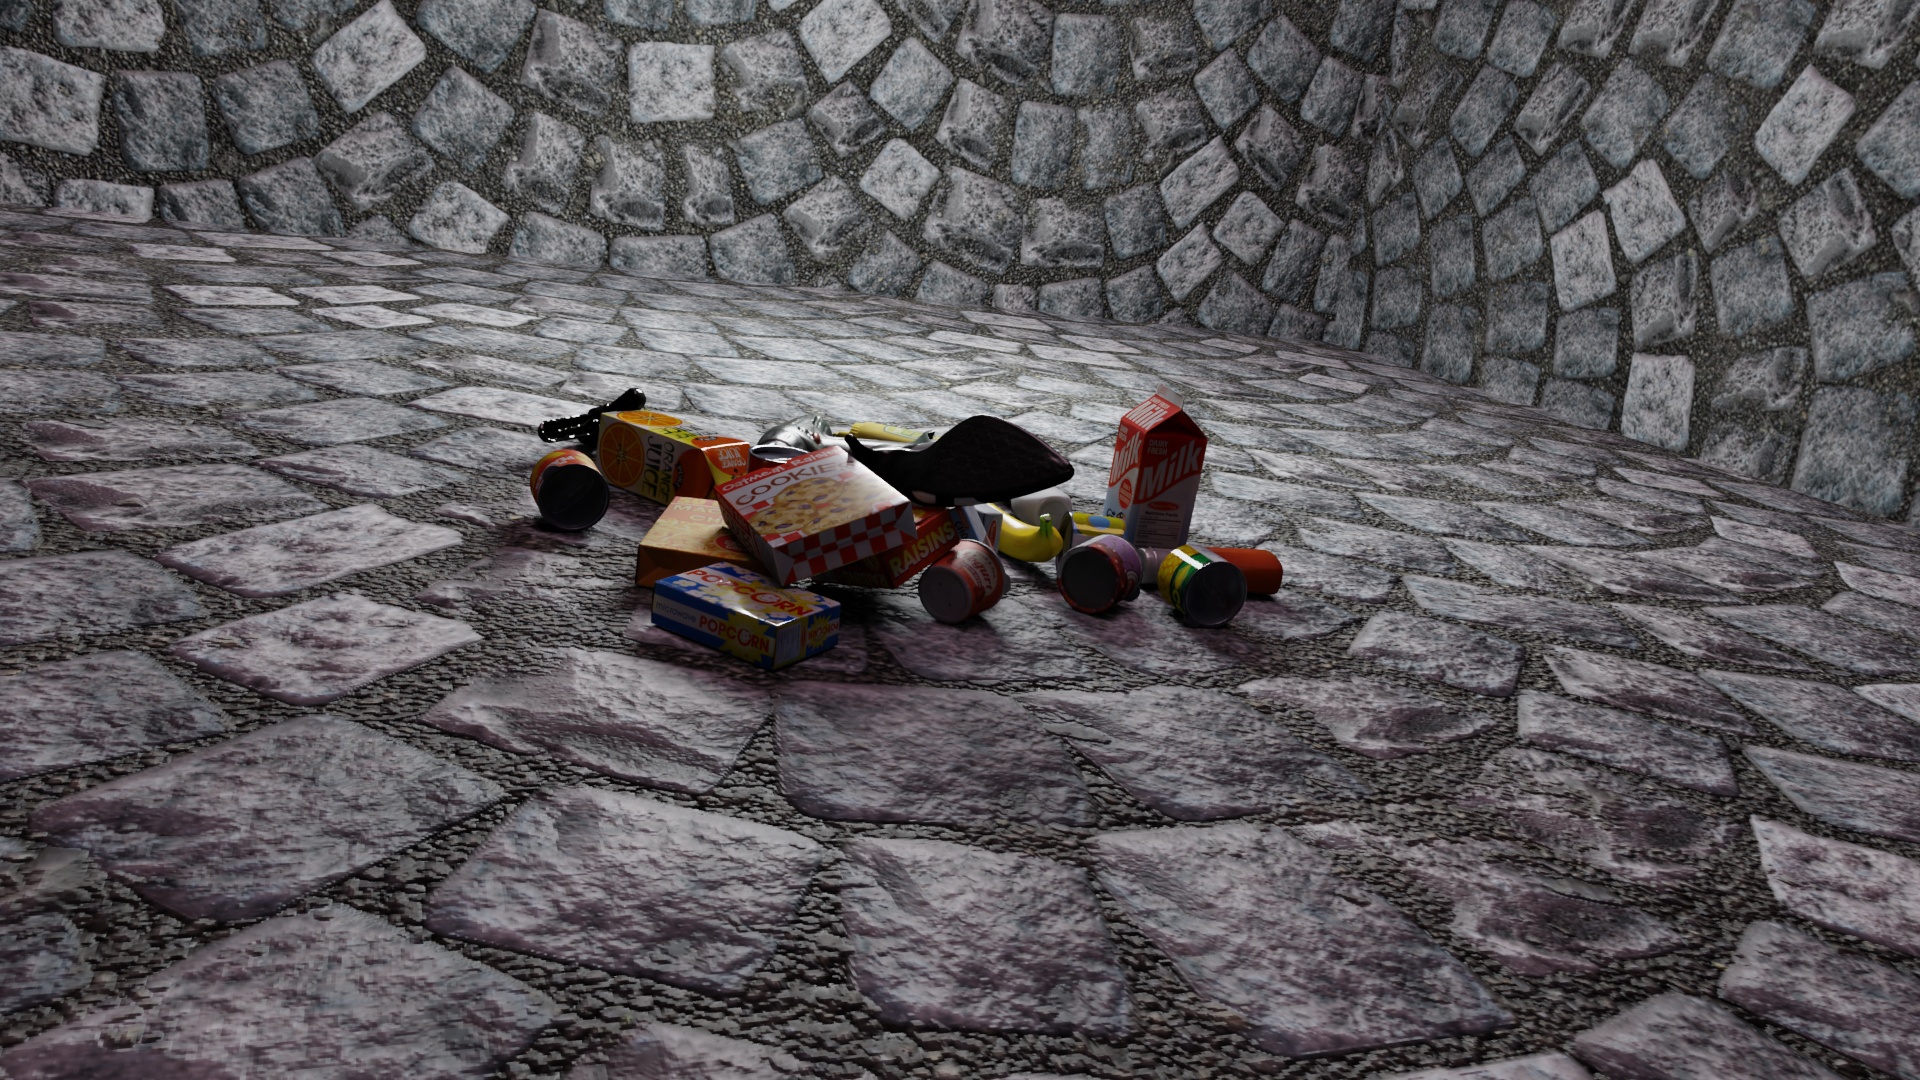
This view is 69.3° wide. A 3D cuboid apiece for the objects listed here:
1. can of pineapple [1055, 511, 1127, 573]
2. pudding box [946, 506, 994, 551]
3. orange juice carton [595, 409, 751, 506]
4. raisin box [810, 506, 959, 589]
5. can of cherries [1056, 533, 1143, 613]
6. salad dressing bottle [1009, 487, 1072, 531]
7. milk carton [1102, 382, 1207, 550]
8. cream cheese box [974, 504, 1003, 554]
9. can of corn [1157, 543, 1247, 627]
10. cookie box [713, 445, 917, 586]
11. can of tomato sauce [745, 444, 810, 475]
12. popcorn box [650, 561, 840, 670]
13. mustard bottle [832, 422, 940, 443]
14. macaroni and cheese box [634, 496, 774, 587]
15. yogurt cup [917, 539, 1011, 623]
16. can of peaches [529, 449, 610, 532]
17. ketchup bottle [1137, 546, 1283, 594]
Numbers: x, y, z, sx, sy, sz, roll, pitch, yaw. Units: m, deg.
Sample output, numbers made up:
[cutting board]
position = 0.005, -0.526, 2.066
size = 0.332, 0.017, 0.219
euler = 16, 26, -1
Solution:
[can of pineapple]
position = 0.130, 0.006, 1.392
size = 0.058, 0.070, 0.071
euler = 7, 16, -9
[pudding box]
position = 0.008, 0.003, 1.308
size = 0.030, 0.083, 0.050
euler = -22, 12, 12
[orange juice carton]
position = -0.287, -0.078, 1.444
size = 0.193, 0.072, 0.072
euler = 19, 18, 31
[raisin box]
position = -0.073, 0.004, 1.233
size = 0.086, 0.040, 0.123
euler = -34, 24, -35
[can of cherries]
position = 0.133, 0.033, 1.306
size = 0.071, 0.071, 0.058
euler = 16, 17, 25
[salad dressing bottle]
position = 0.081, -0.049, 1.596
size = 0.064, 0.044, 0.148
euler = -1, 17, -17
[milk carton]
position = 0.202, -0.065, 1.452
size = 0.073, 0.190, 0.072
euler = 4, 16, -17
[cream cheese box]
position = 0.005, -0.018, 1.430
size = 0.024, 0.053, 0.104
euler = 0, 18, -31
[can of corn]
position = 0.227, 0.044, 1.322
size = 0.071, 0.071, 0.058
euler = 3, 16, -20
[cookie box]
position = -0.128, -0.026, 1.196
size = 0.123, 0.040, 0.168
euler = -20, 27, -19
[can of tomato sauce]
position = -0.179, -0.046, 1.372
size = 0.071, 0.082, 0.071
euler = 8, 16, -2
[popcorn box]
position = -0.171, 0.058, 1.104
size = 0.127, 0.038, 0.085
euler = 18, 18, 27
[mustard bottle]
position = -0.089, -0.118, 1.727
size = 0.160, 0.048, 0.065
euler = 14, 15, 17
[macaroni and cheese box]
position = -0.214, 0.006, 1.255
size = 0.124, 0.040, 0.167
euler = 9, 16, -3
[yogurt cup]
position = -0.001, 0.039, 1.219
size = 0.072, 0.072, 0.054
euler = 16, 25, 24
[can of peaches]
position = -0.370, -0.050, 1.308
size = 0.071, 0.071, 0.058
euler = 1, 17, -25
[ketchup bottle]
position = 0.251, 0.028, 1.421
size = 0.149, 0.043, 0.065
euler = 3, 16, -18
